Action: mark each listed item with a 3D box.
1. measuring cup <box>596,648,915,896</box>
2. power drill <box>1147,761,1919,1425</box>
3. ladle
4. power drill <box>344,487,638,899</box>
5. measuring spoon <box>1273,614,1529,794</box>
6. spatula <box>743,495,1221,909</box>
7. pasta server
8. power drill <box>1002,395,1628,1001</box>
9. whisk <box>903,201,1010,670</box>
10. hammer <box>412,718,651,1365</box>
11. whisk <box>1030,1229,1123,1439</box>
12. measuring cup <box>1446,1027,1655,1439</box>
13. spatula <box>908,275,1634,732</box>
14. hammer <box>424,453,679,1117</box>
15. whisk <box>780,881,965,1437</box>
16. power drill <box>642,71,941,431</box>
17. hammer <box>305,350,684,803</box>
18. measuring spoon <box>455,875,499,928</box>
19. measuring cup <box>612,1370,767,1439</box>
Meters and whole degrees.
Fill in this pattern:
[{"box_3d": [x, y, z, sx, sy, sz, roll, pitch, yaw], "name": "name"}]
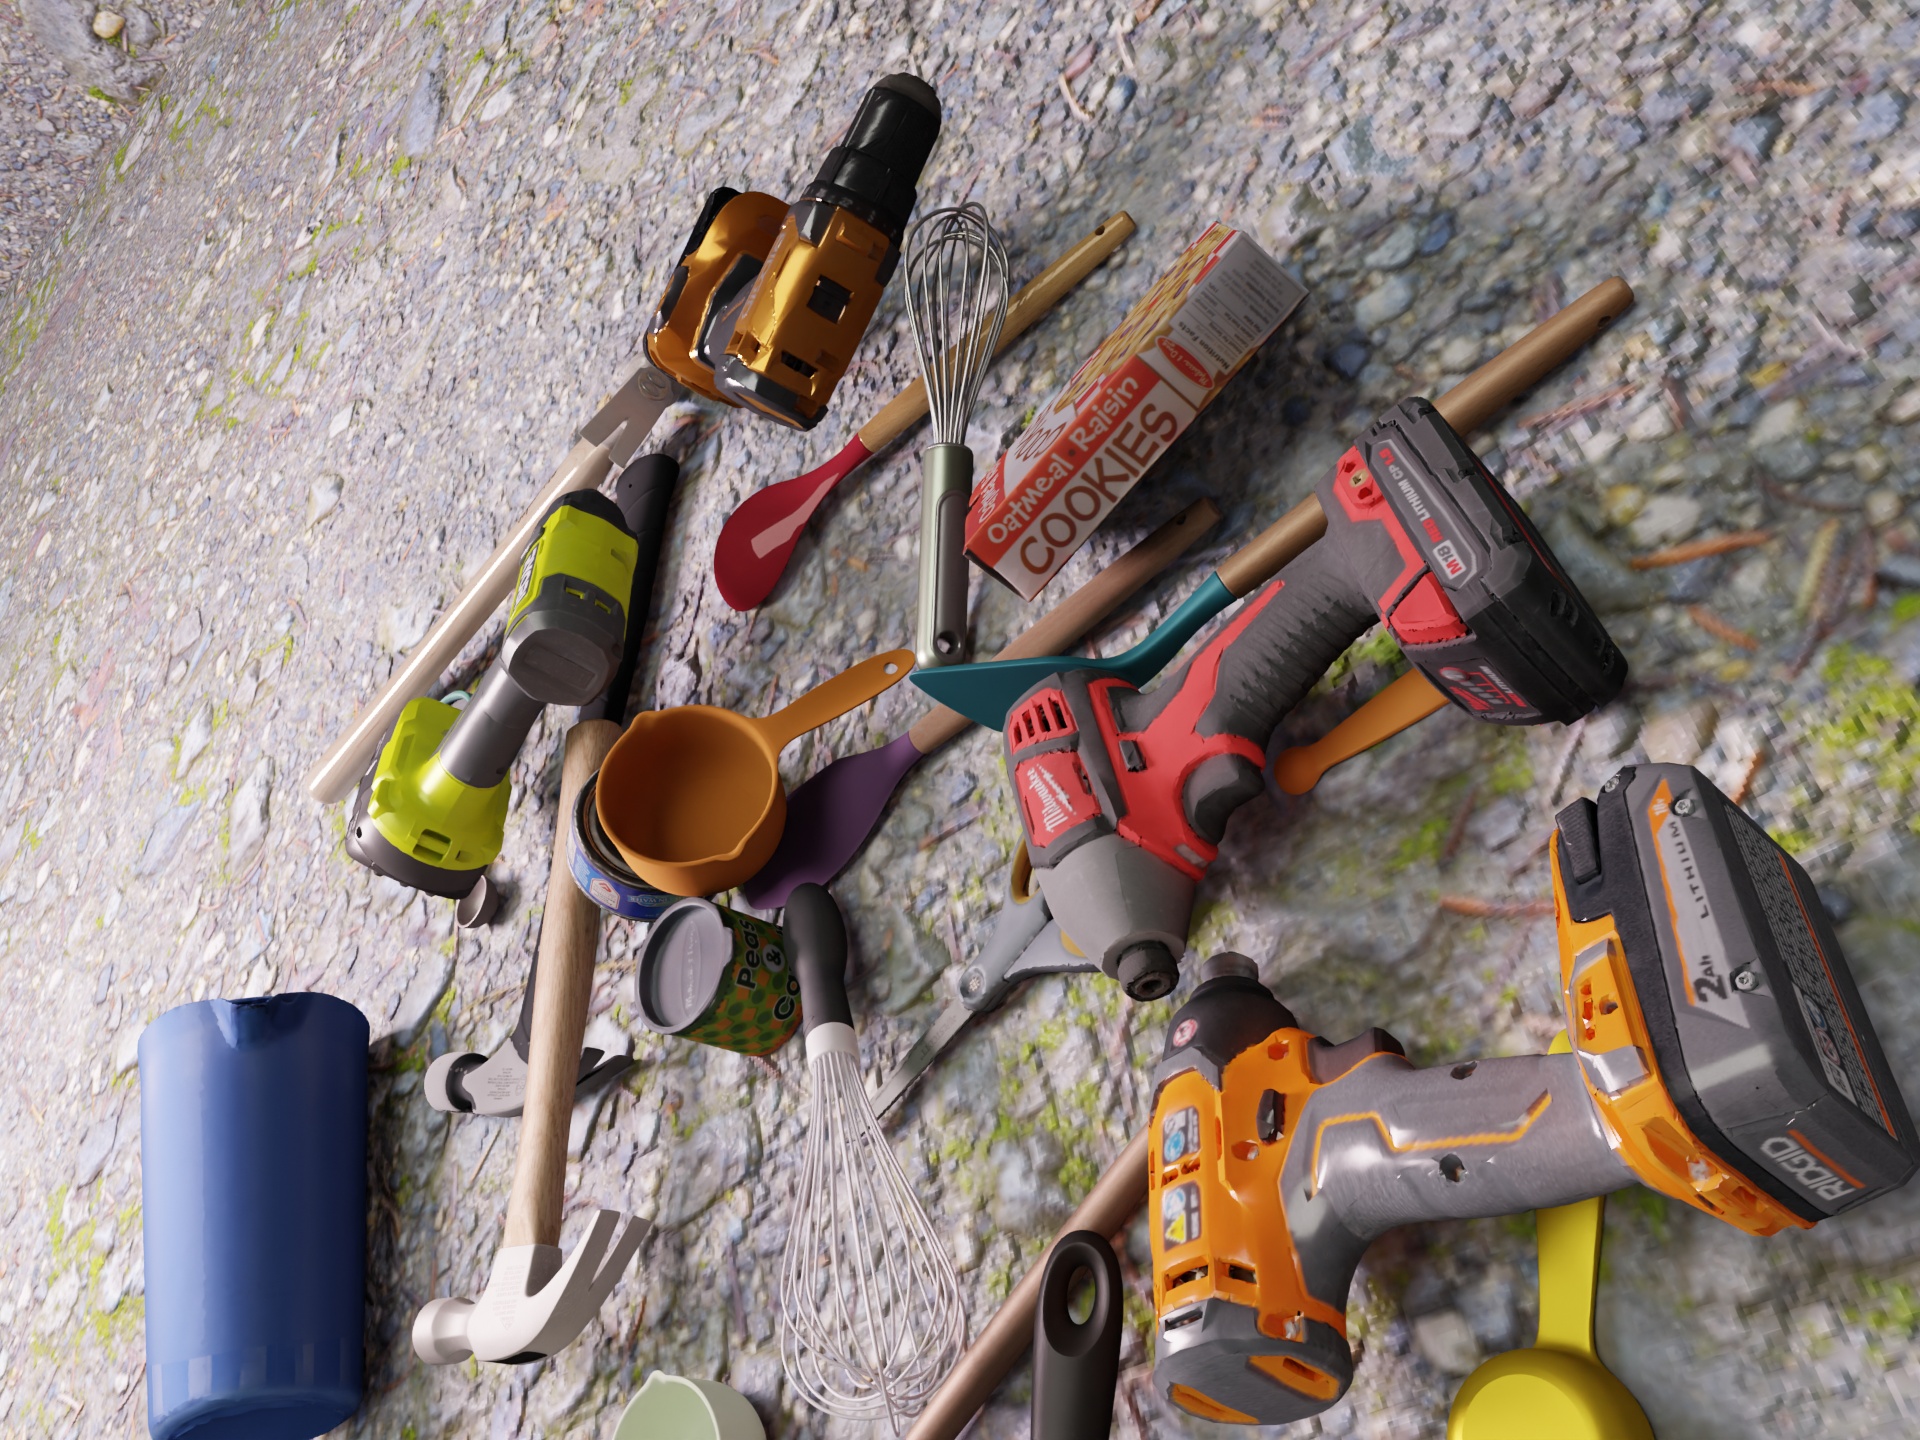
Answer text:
[{"box_3d": [-0.094, 0.021, 0.788, 0.173, 0.052, 0.095, -31, 62, -16], "name": "measuring cup"}, {"box_3d": [0.150, 0.107, 0.496, 0.226, 0.084, 0.164, -37, 31, 33], "name": "power drill"}, {"box_3d": [-0.031, -0.165, 0.857, 0.315, 0.031, 0.069, -37, 51, 24], "name": "ladle"}, {"box_3d": [-0.257, -0.021, 0.901, 0.223, 0.080, 0.171, -49, 28, 26], "name": "power drill"}, {"box_3d": [0.165, -0.008, 0.598, 0.117, 0.011, 0.021, -37, 49, 25], "name": "measuring spoon"}, {"box_3d": [-0.001, -0.002, 0.751, 0.316, 0.018, 0.060, -39, 51, 26], "name": "spatula"}, {"box_3d": [-0.002, 0.261, 0.609, 0.060, 0.040, 0.316, 39, 98, 21], "name": "pasta server"}, {"box_3d": [0.114, 0.000, 0.580, 0.219, 0.078, 0.143, -38, 40, 23], "name": "power drill"}, {"box_3d": [-0.005, -0.140, 0.787, 0.059, 0.057, 0.246, -16, 69, 61], "name": "whisk"}, {"box_3d": [-0.204, 0.151, 0.815, 0.130, 0.031, 0.332, -18, 58, 33], "name": "hammer"}, {"box_3d": [0.030, 0.322, 0.526, 0.073, 0.073, 0.296, -14, 59, 39], "name": "whisk"}, {"box_3d": [0.179, 0.168, 0.483, 0.062, 0.029, 0.157, -9, 64, 42], "name": "measuring cup"}, {"box_3d": [0.124, -0.079, 0.646, 0.317, 0.082, 0.044, -37, 55, 18], "name": "spatula"}, {"box_3d": [-0.217, 0.026, 0.936, 0.149, 0.036, 0.409, -10, 63, 40], "name": "hammer"}, {"box_3d": [-0.050, 0.162, 0.665, 0.070, 0.070, 0.285, -45, 32, 19], "name": "whisk"}, {"box_3d": [-0.092, -0.256, 0.878, 0.185, 0.084, 0.226, -64, 25, 2], "name": "power drill"}, {"box_3d": [-0.327, -0.074, 1.059, 0.410, 0.038, 0.146, -44, 18, 24], "name": "hammer"}, {"box_3d": [-0.315, 0.096, 1.016, 0.034, 0.018, 0.124, -58, 36, 6], "name": "measuring spoon"}, {"box_3d": [-0.147, 0.348, 0.708, 0.167, 0.038, 0.083, -36, 49, 29], "name": "measuring cup"}]
